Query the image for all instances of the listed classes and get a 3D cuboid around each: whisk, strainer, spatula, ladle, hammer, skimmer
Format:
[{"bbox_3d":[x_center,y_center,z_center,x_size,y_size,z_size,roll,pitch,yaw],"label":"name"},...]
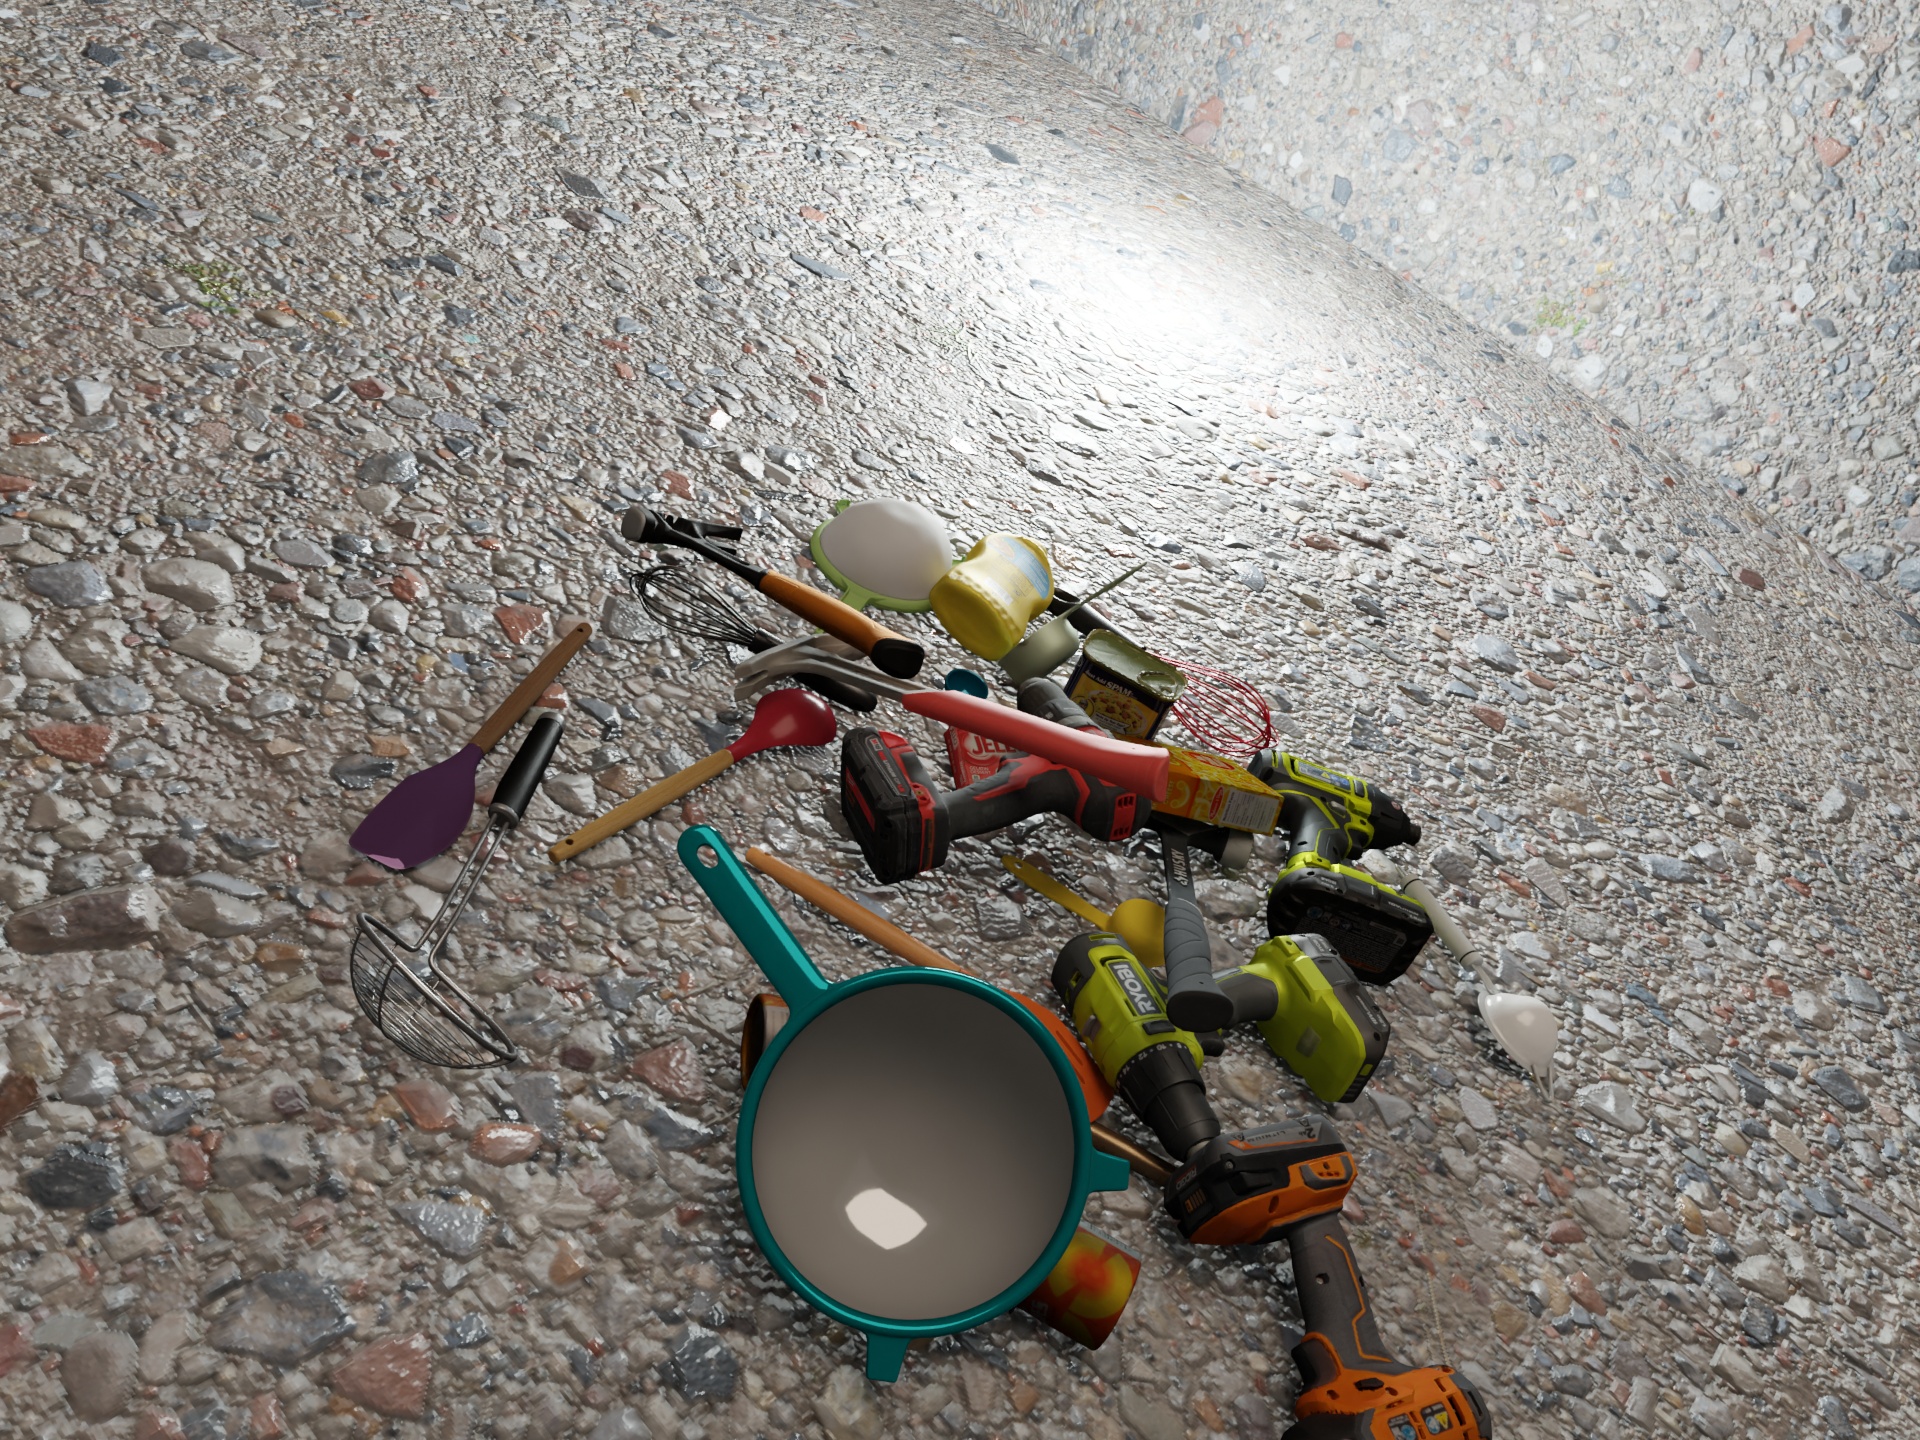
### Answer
[{"bbox_3d":[0.191,-0.053,1.566,0.296,0.073,0.073,37,37,27],"label":"whisk"},{"bbox_3d":[-0.178,-0.068,1.377,0.239,0.055,0.055,29,35,-3],"label":"whisk"},{"bbox_3d":[0.453,0.216,1.393,0.086,0.050,0.259,17,30,-38],"label":"strainer"},{"bbox_3d":[-0.081,-0.150,1.512,0.151,0.069,0.256,26,34,2],"label":"strainer"},{"bbox_3d":[-0.350,0.010,1.195,0.060,0.018,0.316,26,37,-1],"label":"spatula"},{"bbox_3d":[-0.201,0.039,1.242,0.069,0.031,0.315,38,39,16],"label":"ladle"},{"bbox_3d":[-0.002,-0.004,1.227,0.359,0.036,0.149,19,29,33],"label":"hammer"},{"bbox_3d":[-0.027,0.182,1.157,0.323,0.041,0.081,29,15,15],"label":"spatula"},{"bbox_3d":[-0.305,0.089,1.061,0.127,0.090,0.364,49,25,-24],"label":"skimmer"},{"bbox_3d":[-0.146,-0.109,1.342,0.337,0.034,0.127,30,15,39],"label":"hammer"},{"bbox_3d":[0.164,0.137,1.208,0.149,0.036,0.409,17,15,1],"label":"hammer"},{"bbox_3d":[-0.070,0.211,0.980,0.211,0.095,0.340,-35,80,-17],"label":"strainer"}]

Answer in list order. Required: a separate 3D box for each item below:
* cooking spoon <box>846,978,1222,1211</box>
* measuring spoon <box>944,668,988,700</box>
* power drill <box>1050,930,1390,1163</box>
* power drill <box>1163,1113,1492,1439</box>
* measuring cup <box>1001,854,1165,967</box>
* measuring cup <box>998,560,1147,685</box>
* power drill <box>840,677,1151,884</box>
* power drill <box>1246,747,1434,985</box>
[{"bbox_3d":[0.053,0.266,1.108,0.319,0.017,0.069,29,33,4],"label":"cooking spoon"},{"bbox_3d":[0.006,0.007,1.416,0.042,0.021,0.129,12,47,-19],"label":"measuring spoon"},{"bbox_3d":[0.199,0.236,1.177,0.228,0.080,0.191,0,37,-28],"label":"power drill"},{"bbox_3d":[0.218,0.375,1.005,0.164,0.084,0.227,-2,52,-33],"label":"power drill"},{"bbox_3d":[0.105,0.144,1.283,0.156,0.029,0.062,31,36,5],"label":"measuring cup"},{"bbox_3d":[0.113,-0.088,1.480,0.038,0.167,0.083,56,13,3],"label":"measuring cup"},{"bbox_3d":[0.019,0.038,1.276,0.226,0.080,0.188,-10,37,-19],"label":"power drill"},{"bbox_3d":[0.341,0.124,1.412,0.171,0.080,0.223,20,33,-6],"label":"power drill"}]
